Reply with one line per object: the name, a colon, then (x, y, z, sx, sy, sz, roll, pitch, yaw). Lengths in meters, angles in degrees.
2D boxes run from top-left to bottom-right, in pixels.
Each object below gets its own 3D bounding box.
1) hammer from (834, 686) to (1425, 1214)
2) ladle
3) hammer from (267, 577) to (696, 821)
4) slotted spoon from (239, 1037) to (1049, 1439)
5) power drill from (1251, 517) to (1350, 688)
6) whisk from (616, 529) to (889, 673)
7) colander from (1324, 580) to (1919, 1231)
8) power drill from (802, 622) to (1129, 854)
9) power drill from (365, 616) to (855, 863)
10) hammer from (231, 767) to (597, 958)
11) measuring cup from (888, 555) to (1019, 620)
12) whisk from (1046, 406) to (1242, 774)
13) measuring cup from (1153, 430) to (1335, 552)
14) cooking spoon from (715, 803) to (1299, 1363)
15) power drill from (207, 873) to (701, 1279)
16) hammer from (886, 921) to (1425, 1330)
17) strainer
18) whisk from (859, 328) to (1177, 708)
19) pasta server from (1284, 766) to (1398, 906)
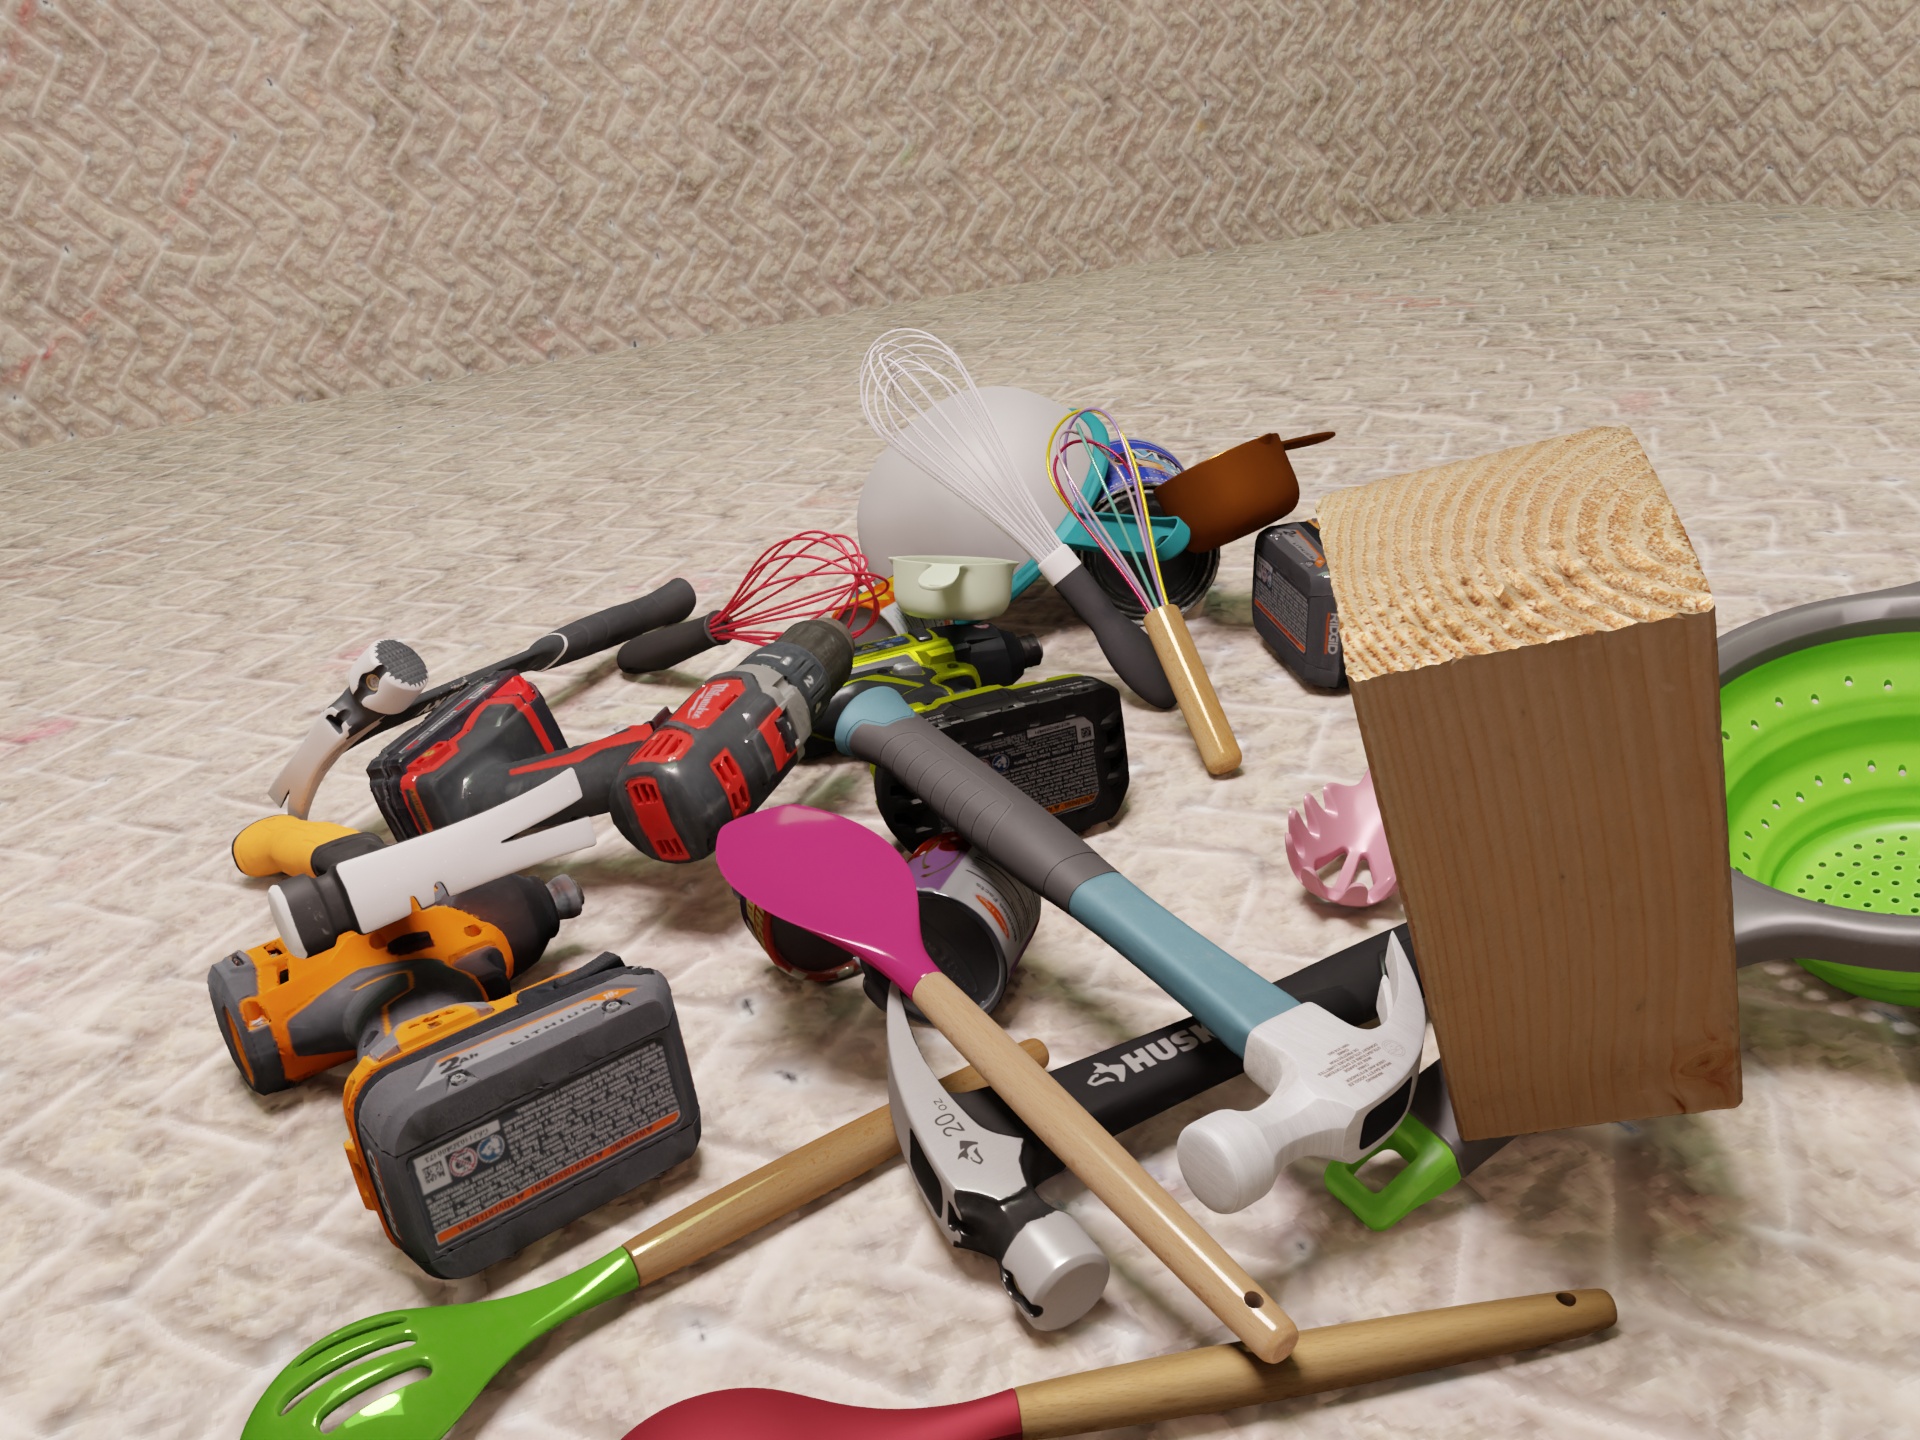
hammer: (0.044, 0.063, 0.630, 0.128, 0.033, 0.331, -16, 33, -30)
ladle: (0.043, 0.200, 0.464, 0.315, 0.031, 0.069, -8, 23, -7)
hammer: (-0.285, -0.036, 1.044, 0.149, 0.036, 0.409, -42, -1, 25)
slotted spoon: (-0.093, 0.177, 0.556, 0.313, 0.031, 0.070, -20, 27, -32)
power drill: (0.313, -0.073, 0.977, 0.226, 0.084, 0.185, -5, 24, -7)
whisk: (-0.145, -0.064, 1.023, 0.073, 0.073, 0.296, -27, 9, -40)
colander: (0.305, 0.086, 0.603, 0.397, 0.094, 0.205, -33, 33, -13)
power drill: (-0.001, -0.003, 0.900, 0.171, 0.080, 0.223, -15, 21, -16)
power drill: (-0.175, 0.009, 0.842, 0.227, 0.080, 0.188, -7, 27, 29)
hammer: (-0.289, 0.061, 0.759, 0.127, 0.034, 0.337, -23, 10, -31)
measuring cup: (-0.009, -0.075, 0.957, 0.083, 0.038, 0.167, 3, 12, 5)
whisk: (0.104, -0.077, 0.916, 0.047, 0.051, 0.245, -19, 67, -3)
measuring cup: (0.205, -0.155, 1.052, 0.173, 0.052, 0.095, -20, -3, -39)
cooking spoon: (0.003, 0.110, 0.566, 0.068, 0.017, 0.319, -17, 35, -31)
power drill: (-0.197, 0.121, 0.652, 0.164, 0.084, 0.227, -22, 23, -33)
hammer: (0.126, 0.111, 0.621, 0.334, 0.035, 0.146, -16, 35, -27)
strainer: (0.026, -0.155, 1.072, 0.211, 0.095, 0.341, -54, 28, -9)
whisk: (0.040, -0.119, 0.961, 0.070, 0.284, 0.070, -40, 1, 1)
pasta server: (0.232, -0.011, 0.815, 0.060, 0.040, 0.316, 17, 45, 20)
